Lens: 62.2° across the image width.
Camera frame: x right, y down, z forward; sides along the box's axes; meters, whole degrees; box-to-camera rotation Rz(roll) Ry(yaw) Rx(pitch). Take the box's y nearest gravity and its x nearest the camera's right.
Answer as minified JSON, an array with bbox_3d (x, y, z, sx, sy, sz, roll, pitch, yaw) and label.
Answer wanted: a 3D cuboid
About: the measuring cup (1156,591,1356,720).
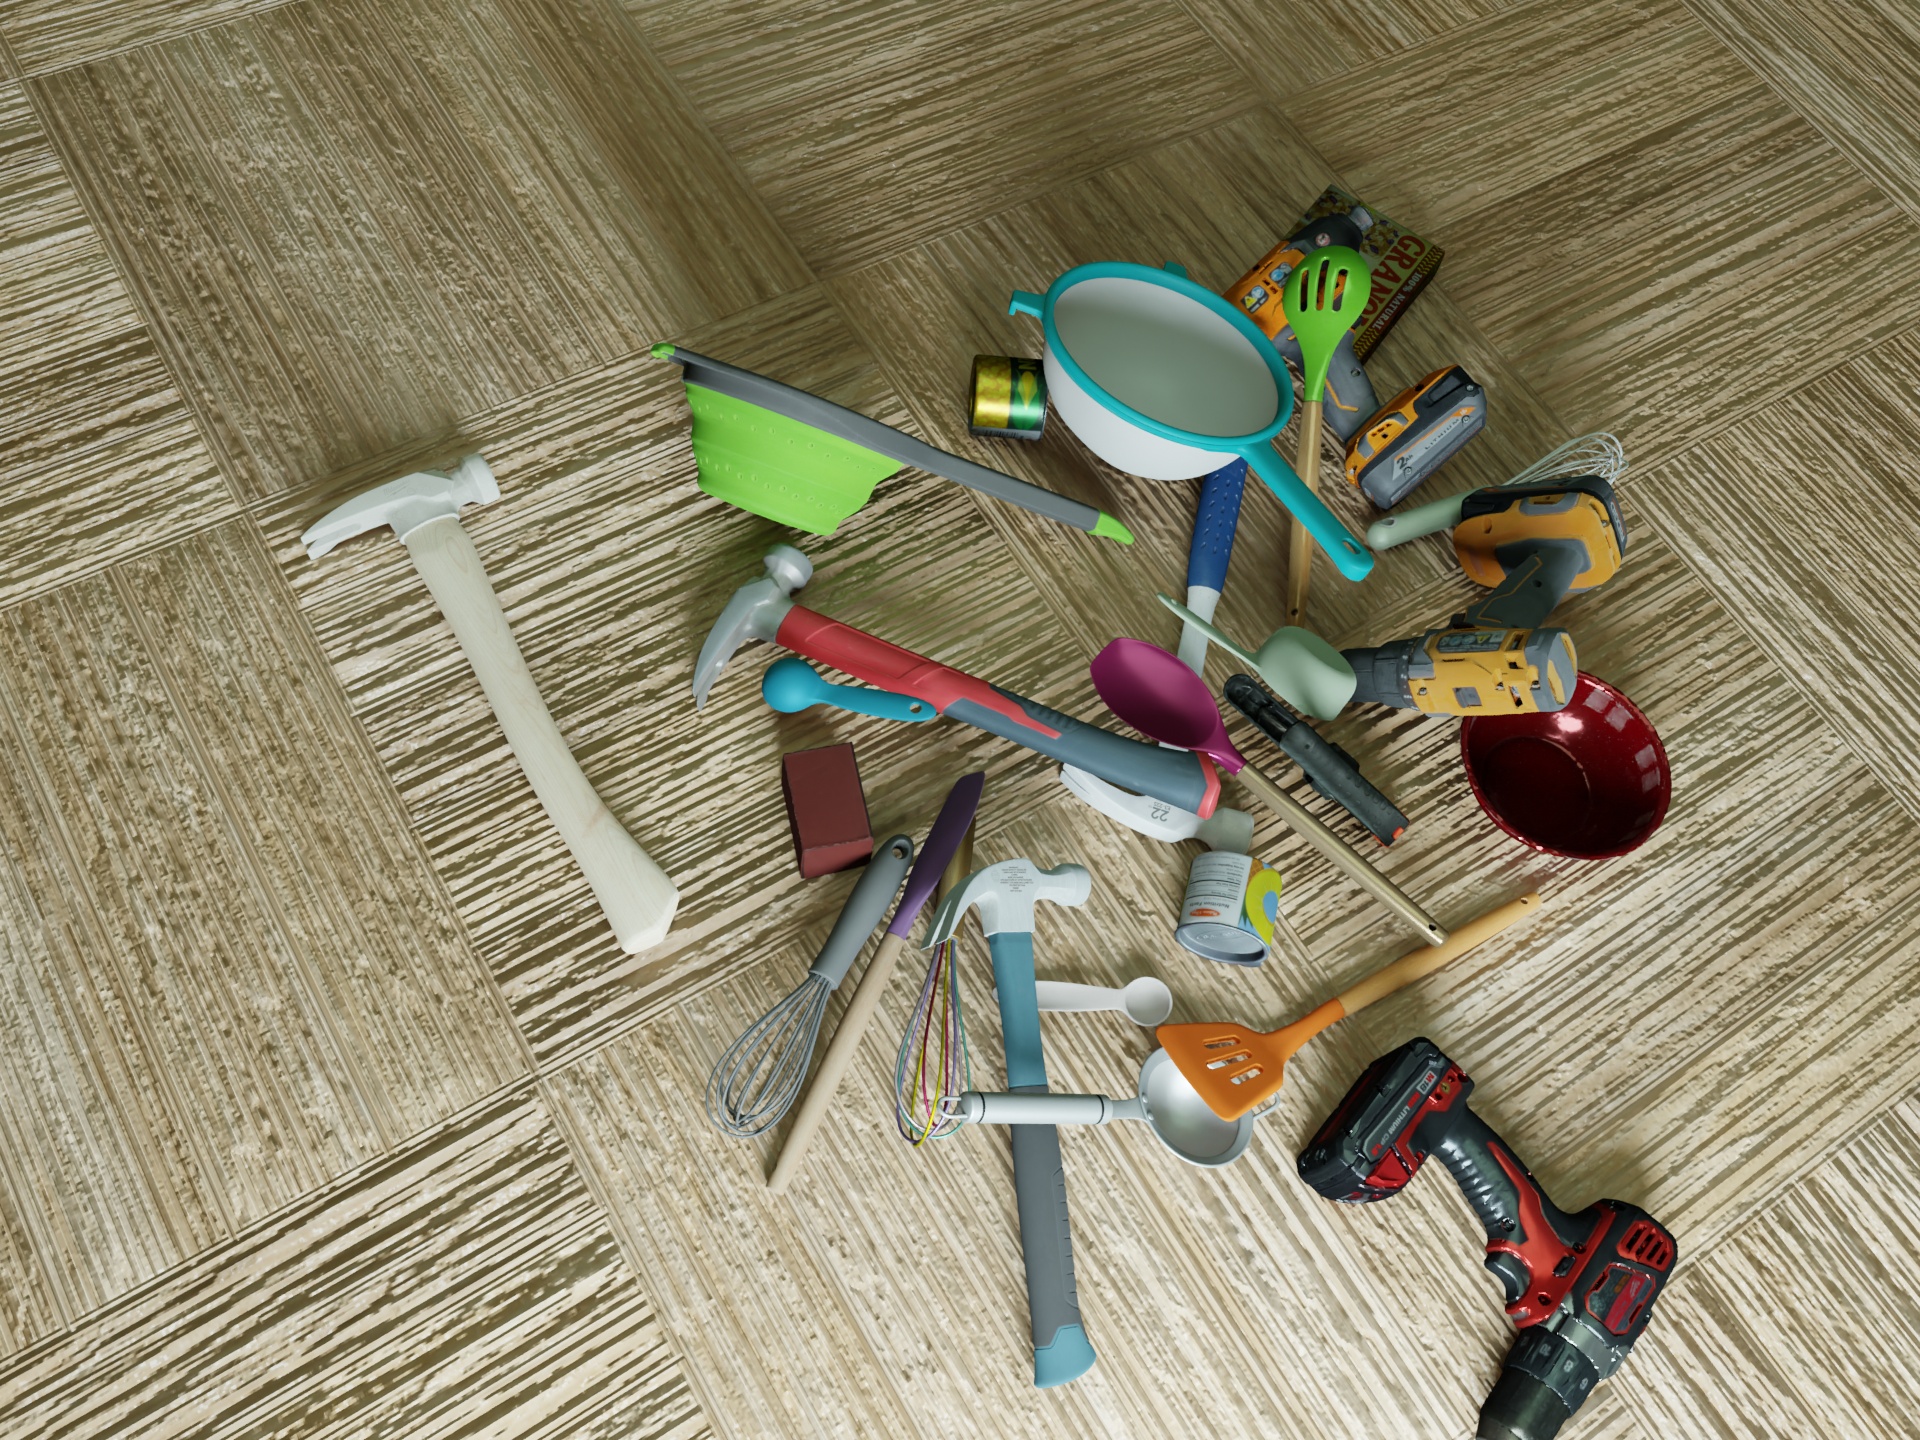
[{"bbox_3d":[0.221,-0.060,1.169,0.167,0.038,0.083,31,25,-14],"label":"measuring cup"}]

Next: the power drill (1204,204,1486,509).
[{"bbox_3d":[0.326,-0.304,1.304,0.164,0.084,0.226,-43,77,12],"label":"power drill"}]

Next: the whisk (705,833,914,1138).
[{"bbox_3d":[-0.095,0.171,1.066,0.055,0.055,0.239,28,62,7],"label":"whisk"}]

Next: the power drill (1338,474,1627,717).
[{"bbox_3d":[0.395,-0.088,1.217,0.185,0.084,0.226,-1,41,43],"label":"power drill"}]

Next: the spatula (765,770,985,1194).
[{"bbox_3d":[-0.054,0.169,1.072,0.018,0.060,0.316,34,68,-19],"label":"spatula"}]

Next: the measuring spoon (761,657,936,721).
[{"bbox_3d":[-0.080,-0.021,1.121,0.128,0.021,0.042,11,63,10],"label":"measuring spoon"}]

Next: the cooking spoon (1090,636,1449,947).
[{"bbox_3d":[0.221,0.052,1.144,0.319,0.017,0.069,41,68,12],"label":"cooking spoon"}]

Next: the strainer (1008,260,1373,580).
[{"bbox_3d":[0.185,-0.212,1.233,0.211,0.095,0.341,-22,65,-36],"label":"strainer"}]

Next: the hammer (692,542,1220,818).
[{"bbox_3d":[-0.002,-0.004,1.144,0.386,0.038,0.143,23,64,14],"label":"hammer"}]

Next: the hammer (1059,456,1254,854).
[{"bbox_3d":[0.183,-0.093,1.241,0.144,0.035,0.406,15,62,0],"label":"hammer"}]

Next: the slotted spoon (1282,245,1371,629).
[{"bbox_3d":[0.279,-0.226,1.259,0.070,0.031,0.314,4,88,26],"label":"slotted spoon"}]

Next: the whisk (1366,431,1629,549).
[{"bbox_3d":[0.446,-0.185,1.320,0.246,0.059,0.058,-19,31,-12],"label":"whisk"}]

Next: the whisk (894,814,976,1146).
[{"bbox_3d":[-0.010,0.168,1.080,0.051,0.047,0.245,1,58,11],"label":"whisk"}]

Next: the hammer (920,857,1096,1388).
[{"bbox_3d":[0.047,0.251,1.028,0.128,0.033,0.331,6,68,-33],"label":"hammer"}]

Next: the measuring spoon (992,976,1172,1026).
[{"bbox_3d":[0.084,0.193,1.100,0.124,0.018,0.034,3,67,2],"label":"measuring spoon"}]

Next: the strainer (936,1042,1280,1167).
[{"bbox_3d":[0.094,0.248,1.017,0.258,0.050,0.087,9,50,-31],"label":"strainer"}]

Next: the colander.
[{"bbox_3d":[-0.058,-0.174,1.218,0.397,0.205,0.094,19,96,-15],"label":"colander"}]

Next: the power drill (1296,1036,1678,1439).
[{"bbox_3d":[0.329,0.338,1.023,0.227,0.080,0.188,41,66,10],"label":"power drill"}]

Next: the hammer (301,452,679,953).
[{"bbox_3d":[-0.325,-0.009,1.135,0.146,0.038,0.411,-27,70,-17],"label":"hammer"}]

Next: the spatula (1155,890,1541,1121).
[{"bbox_3d":[0.285,0.186,1.109,0.322,0.041,0.081,-23,52,-20],"label":"spatula"}]
